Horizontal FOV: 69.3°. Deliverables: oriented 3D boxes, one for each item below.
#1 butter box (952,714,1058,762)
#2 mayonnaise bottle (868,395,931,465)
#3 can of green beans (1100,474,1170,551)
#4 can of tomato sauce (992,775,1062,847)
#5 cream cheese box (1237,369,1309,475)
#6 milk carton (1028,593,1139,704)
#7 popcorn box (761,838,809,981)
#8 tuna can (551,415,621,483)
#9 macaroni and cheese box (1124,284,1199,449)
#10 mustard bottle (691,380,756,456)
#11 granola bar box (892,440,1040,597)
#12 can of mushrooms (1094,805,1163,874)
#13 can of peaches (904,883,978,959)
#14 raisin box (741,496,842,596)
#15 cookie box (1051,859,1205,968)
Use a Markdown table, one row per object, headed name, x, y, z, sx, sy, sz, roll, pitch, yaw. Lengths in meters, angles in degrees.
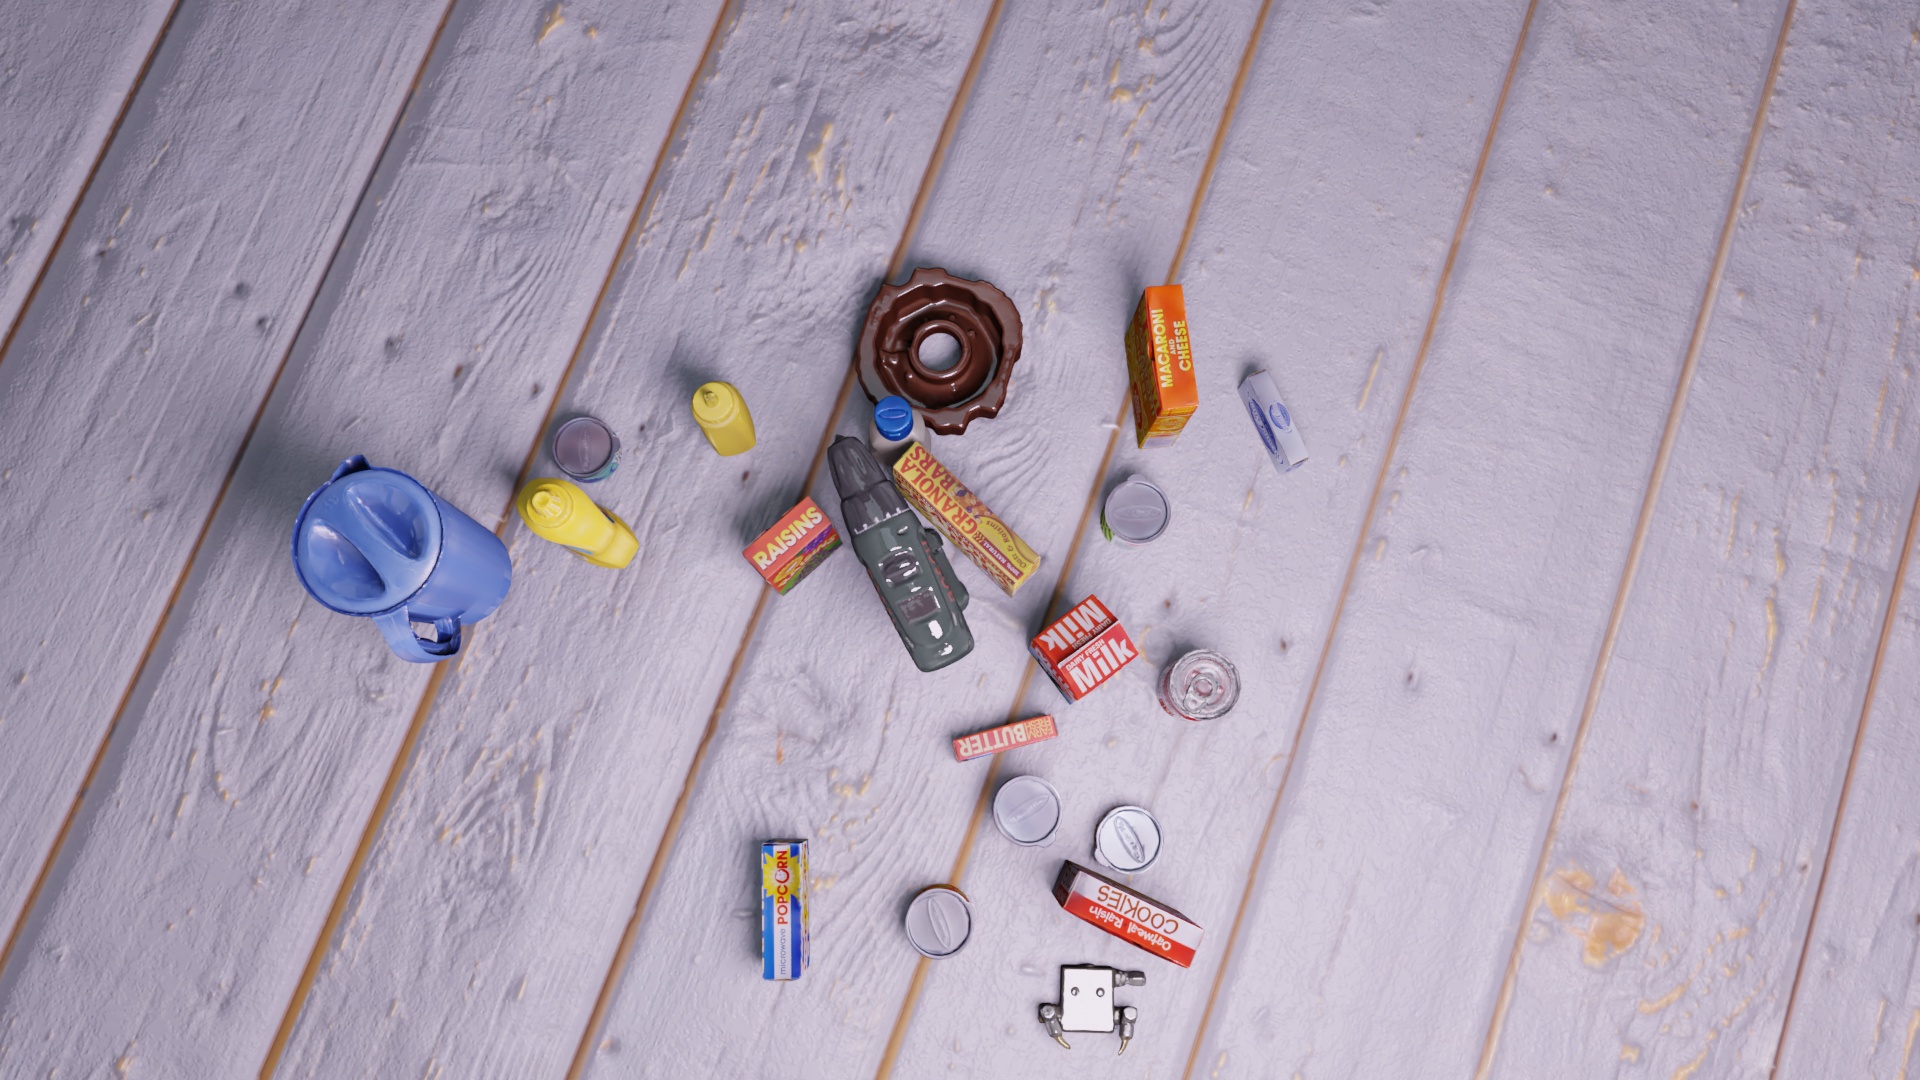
| name | x | y | z | sx | sy | sz | roll | pitch | yaw |
| --- | --- | --- | --- | --- | --- | --- | --- | --- | --- |
| butter box | 0.044 | 0.197 | 1.379 | 0.103 | 0.053 | 0.024 | -14 | 81 | -2 |
| mayonnaise bottle | -0.063 | -0.108 | 1.384 | 0.065 | 0.148 | 0.041 | -4 | 81 | 0 |
| can of green beans | 0.177 | -0.025 | 1.415 | 0.071 | 0.057 | 0.071 | 0 | 80 | 0 |
| can of tomato sauce | 0.065 | 0.263 | 1.352 | 0.071 | 0.083 | 0.071 | 0 | 81 | 0 |
| cream cheese box | 0.323 | -0.121 | 1.433 | 0.024 | 0.053 | 0.104 | -23 | 81 | -3 |
| milk carton | 0.116 | 0.105 | 1.325 | 0.072 | 0.190 | 0.073 | -37 | 82 | -5 |
| popcorn box | -0.168 | 0.353 | 1.336 | 0.038 | 0.085 | 0.127 | -2 | 80 | 0 |
| tuna can | -0.384 | -0.094 | 1.441 | 0.071 | 0.033 | 0.071 | 0 | 80 | 0 |
| macaroni and cheese box | 0.198 | -0.169 | 1.385 | 0.040 | 0.166 | 0.124 | -6 | 81 | -1 |
| mustard bottle | -0.239 | -0.127 | 1.382 | 0.049 | 0.160 | 0.065 | -19 | 81 | -3 |
| granola bar box | 0.005 | -0.017 | 1.380 | 0.165 | 0.124 | 0.039 | 43 | 84 | 7 |
| can of mushrooms | 0.163 | 0.296 | 1.371 | 0.071 | 0.033 | 0.071 | 0 | 80 | 0 |
| can of peaches | -0.017 | 0.368 | 1.347 | 0.071 | 0.058 | 0.071 | 0 | 80 | 0 |
| raisin box | -0.164 | 0.007 | 1.377 | 0.086 | 0.123 | 0.040 | -41 | 83 | -6 |
| cookie box | 0.152 | 0.346 | 1.295 | 0.123 | 0.167 | 0.040 | 24 | 82 | 4 |
